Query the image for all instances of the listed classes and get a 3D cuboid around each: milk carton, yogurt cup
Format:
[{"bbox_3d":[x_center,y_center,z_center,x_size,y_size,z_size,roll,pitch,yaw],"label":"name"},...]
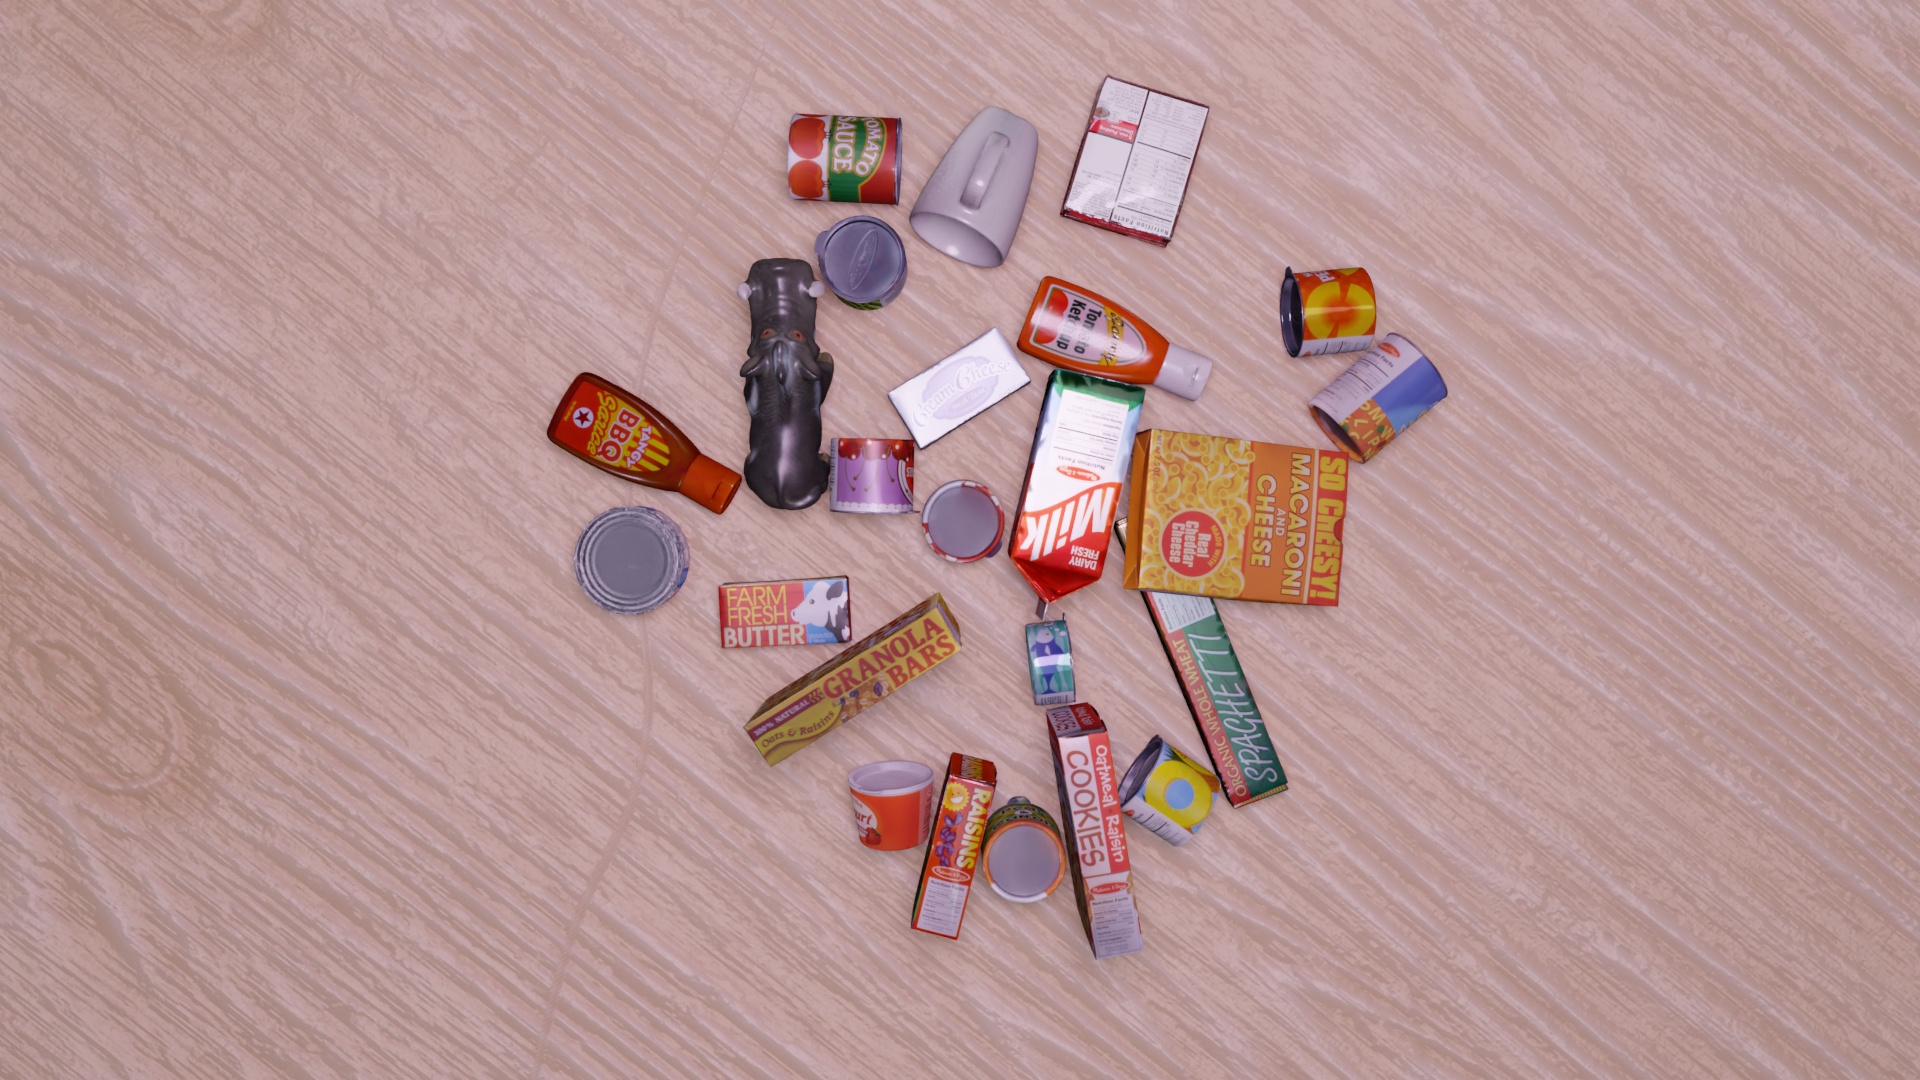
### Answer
[{"bbox_3d":[0.084,-0.032,1.081,0.073,0.072,0.190,13,91,-1],"label":"milk carton"},{"bbox_3d":[-0.053,0.209,1.093,0.072,0.072,0.053,-2,101,0],"label":"yogurt cup"}]

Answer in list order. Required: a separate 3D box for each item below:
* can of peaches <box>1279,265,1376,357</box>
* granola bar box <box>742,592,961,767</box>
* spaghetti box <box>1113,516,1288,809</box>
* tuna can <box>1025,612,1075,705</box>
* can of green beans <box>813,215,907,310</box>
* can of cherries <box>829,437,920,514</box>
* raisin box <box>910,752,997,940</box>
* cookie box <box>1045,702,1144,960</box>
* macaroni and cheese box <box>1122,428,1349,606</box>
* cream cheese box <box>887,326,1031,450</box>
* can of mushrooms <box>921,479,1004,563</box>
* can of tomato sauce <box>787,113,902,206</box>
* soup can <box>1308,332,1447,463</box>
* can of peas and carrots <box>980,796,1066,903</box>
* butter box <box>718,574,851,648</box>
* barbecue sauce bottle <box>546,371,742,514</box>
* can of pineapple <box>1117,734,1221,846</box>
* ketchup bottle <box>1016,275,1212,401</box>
[{"bbox_3d":[0.285,-0.180,1.079,0.058,0.071,0.071,-5,93,-1],"label":"can of peaches"},{"bbox_3d":[-0.077,0.103,1.058,0.165,0.124,0.039,-32,93,1],"label":"granola bar box"},{"bbox_3d":[0.191,0.091,1.107,0.050,0.029,0.250,-23,92,0],"label":"spaghetti box"},{"bbox_3d":[0.070,0.093,1.088,0.033,0.071,0.071,-7,93,0],"label":"tuna can"},{"bbox_3d":[-0.075,-0.215,1.079,0.071,0.058,0.071,0,93,0],"label":"can of green beans"},{"bbox_3d":[-0.066,-0.051,1.081,0.071,0.071,0.058,1,93,0],"label":"can of cherries"},{"bbox_3d":[-0.004,0.236,1.083,0.040,0.086,0.123,14,92,1],"label":"raisin box"},{"bbox_3d":[0.101,0.217,1.064,0.040,0.123,0.167,-9,92,-1],"label":"cookie box"},{"bbox_3d":[0.215,-0.015,1.077,0.167,0.040,0.123,6,87,-12],"label":"macaroni and cheese box"},{"bbox_3d":[-0.001,-0.121,1.100,0.104,0.024,0.053,-32,91,1],"label":"cream cheese box"},{"bbox_3d":[0.004,-0.014,1.100,0.071,0.033,0.071,0,91,-1],"label":"can of mushrooms"},{"bbox_3d":[-0.088,-0.295,1.070,0.083,0.071,0.071,3,92,0],"label":"can of tomato sauce"},{"bbox_3d":[0.326,-0.108,1.084,0.084,0.071,0.071,-40,92,2],"label":"soup can"},{"bbox_3d":[0.049,0.244,1.097,0.071,0.059,0.071,0,93,-1],"label":"can of peas and carrots"},{"bbox_3d":[-0.139,0.057,1.106,0.103,0.024,0.053,-4,92,-1],"label":"butter box"},{"bbox_3d":[-0.245,-0.071,1.090,0.148,0.044,0.065,29,92,-2],"label":"barbecue sauce bottle"},{"bbox_3d":[0.164,0.197,1.093,0.058,0.071,0.071,34,92,-2],"label":"can of pineapple"},{"bbox_3d":[0.122,-0.153,1.091,0.149,0.043,0.064,21,92,-2],"label":"ketchup bottle"}]
